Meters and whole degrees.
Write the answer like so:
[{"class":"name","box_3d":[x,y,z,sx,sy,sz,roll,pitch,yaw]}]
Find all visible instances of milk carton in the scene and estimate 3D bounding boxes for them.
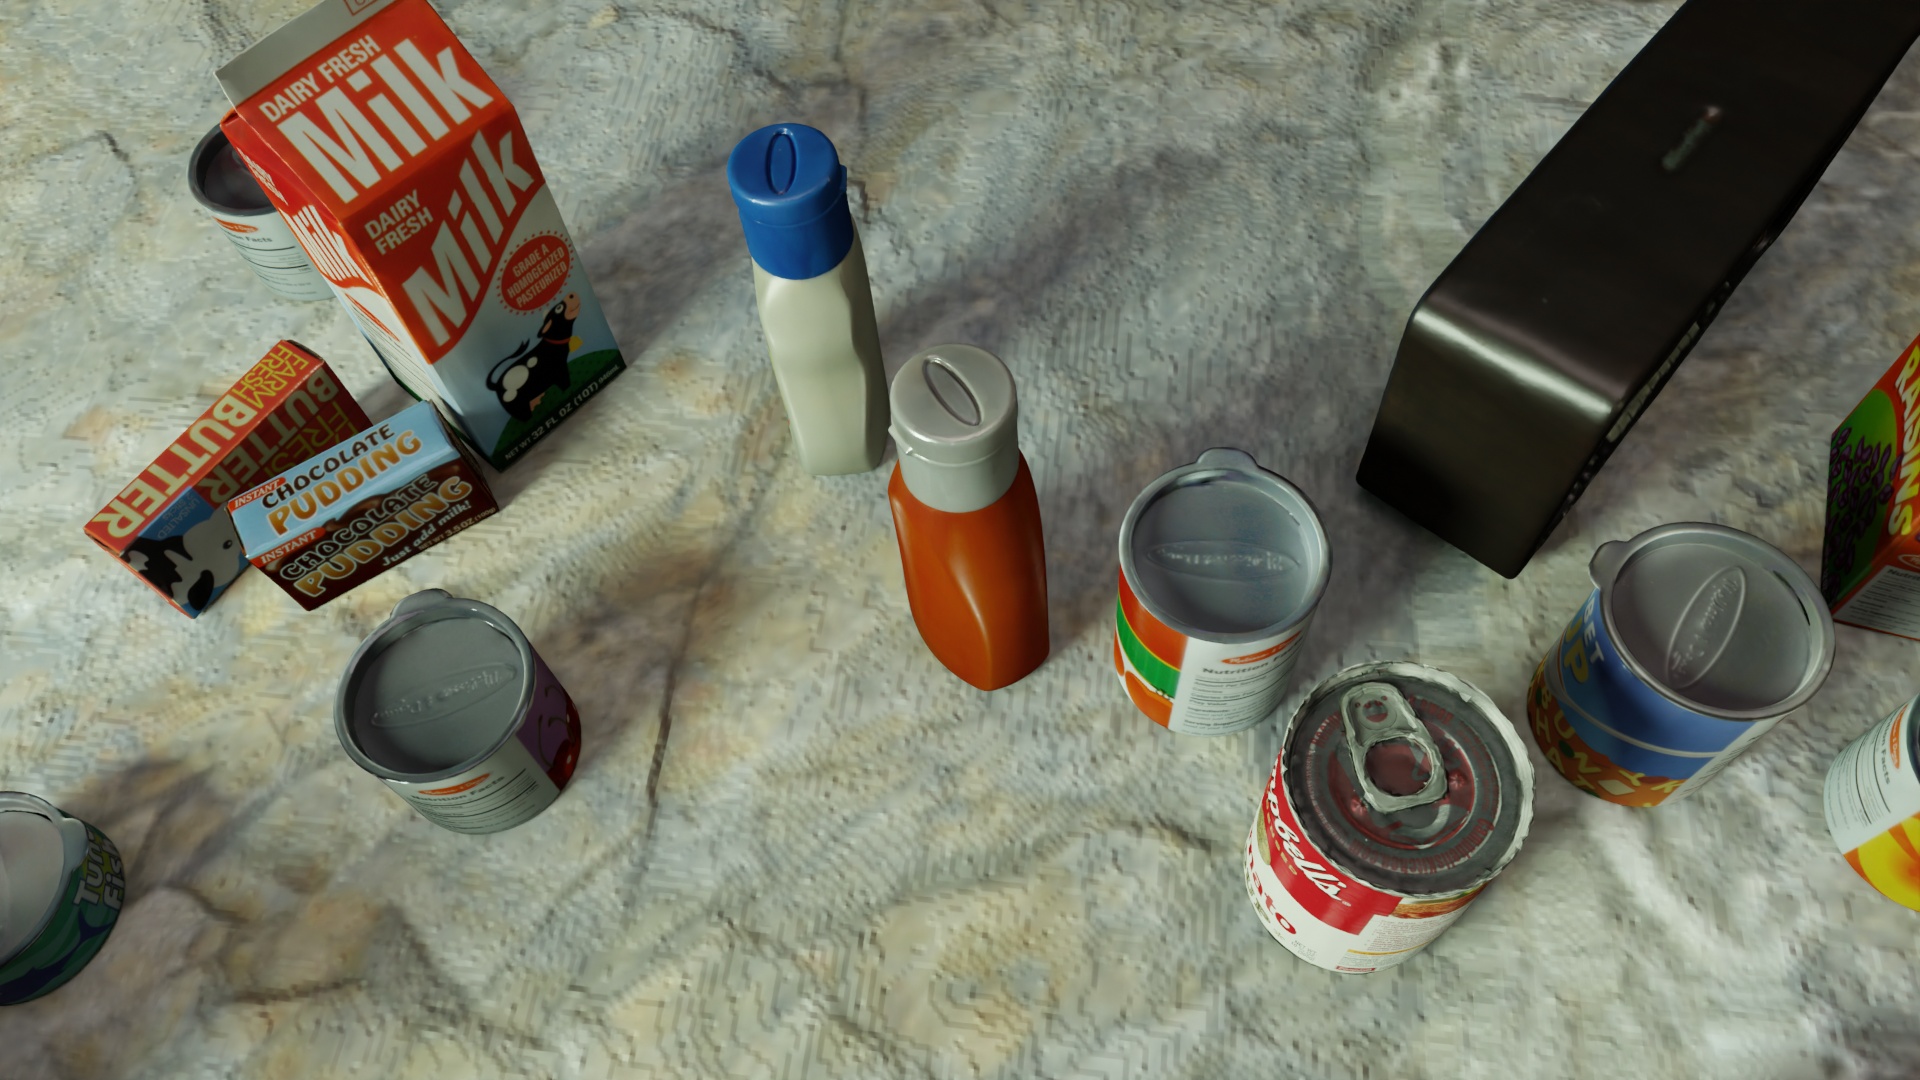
[{"class":"milk carton","box_3d":[-0.195,-0.116,0.507,0.073,0.189,0.072,37,69,21]}]

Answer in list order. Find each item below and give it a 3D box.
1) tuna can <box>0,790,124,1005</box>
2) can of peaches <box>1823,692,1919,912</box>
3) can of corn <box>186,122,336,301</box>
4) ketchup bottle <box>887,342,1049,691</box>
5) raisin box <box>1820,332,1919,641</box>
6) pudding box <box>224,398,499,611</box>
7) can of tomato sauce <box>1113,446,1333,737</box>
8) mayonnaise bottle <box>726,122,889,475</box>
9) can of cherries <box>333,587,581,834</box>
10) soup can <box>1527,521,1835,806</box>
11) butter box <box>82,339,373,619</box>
[{"class":"tuna can","box_3d":[-0.323,0.120,0.472,0.071,0.032,0.071,-2,61,3]},{"class":"can of peaches","box_3d":[0.321,0.081,0.437,0.071,0.057,0.071,-2,61,3]},{"class":"can of corn","box_3d":[-0.288,-0.149,0.608,0.071,0.058,0.071,-2,61,3]},{"class":"ketchup bottle","box_3d":[0.002,-0.006,0.455,0.043,0.148,0.065,-30,63,-12]},{"class":"raisin box","box_3d":[0.336,-0.032,0.463,0.040,0.123,0.086,17,63,13]},{"class":"pudding box","box_3d":[-0.227,-0.014,0.532,0.084,0.049,0.030,-30,63,-13]},{"class":"can of tomato sauce","box_3d":[0.085,0.020,0.473,0.071,0.082,0.071,-2,61,3]},{"class":"mayonnaise bottle","box_3d":[-0.053,-0.085,0.504,0.041,0.147,0.065,-4,61,2]},{"class":"can of cherries","box_3d":[-0.171,0.060,0.481,0.071,0.058,0.072,-2,61,3]},{"class":"soup can","box_3d":[0.227,0.041,0.451,0.071,0.083,0.071,-2,61,3]},{"class":"butter box","box_3d":[-0.280,-0.025,0.539,0.024,0.053,0.104,28,66,18]}]
